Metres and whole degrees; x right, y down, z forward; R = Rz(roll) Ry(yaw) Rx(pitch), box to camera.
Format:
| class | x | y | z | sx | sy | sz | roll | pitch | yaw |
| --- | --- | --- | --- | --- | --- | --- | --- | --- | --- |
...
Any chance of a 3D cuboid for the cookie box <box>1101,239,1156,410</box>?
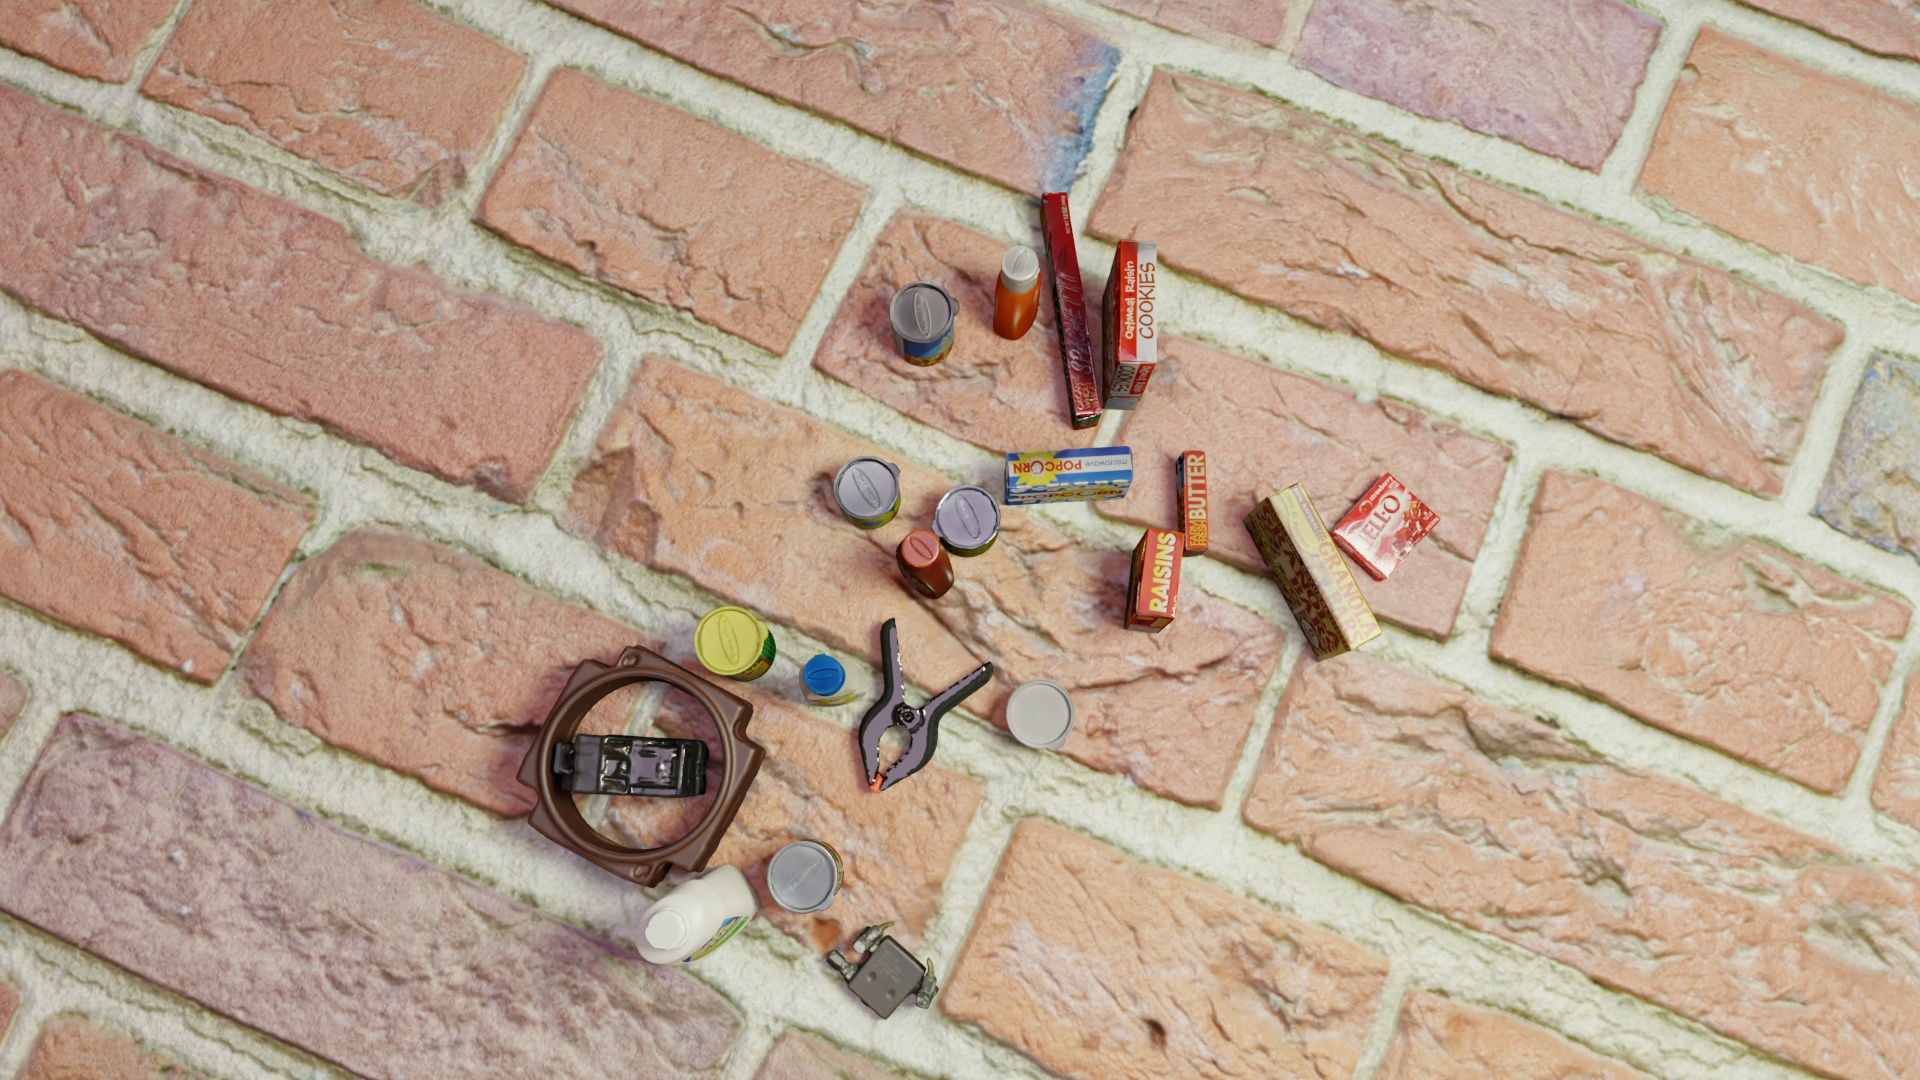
| class | x | y | z | sx | sy | sz | roll | pitch | yaw |
| --- | --- | --- | --- | --- | --- | --- | --- | --- | --- |
| cookie box | 0.167 | -0.212 | 1.393 | 0.040 | 0.167 | 0.123 | 1 | 80 | 0 |

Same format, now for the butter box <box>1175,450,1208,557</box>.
| class | x | y | z | sx | sy | sz | roll | pitch | yaw |
| --- | --- | --- | --- | --- | --- | --- | --- | --- | --- |
| butter box | 0.236 | -0.037 | 1.418 | 0.024 | 0.053 | 0.103 | 0 | 79 | 0 |

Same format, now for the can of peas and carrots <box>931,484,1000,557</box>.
| class | x | y | z | sx | sy | sz | roll | pitch | yaw |
| --- | --- | --- | --- | --- | --- | --- | --- | --- | --- |
| can of peas and carrots | 0.005 | -0.018 | 1.411 | 0.071 | 0.058 | 0.071 | 0 | 79 | 0 |

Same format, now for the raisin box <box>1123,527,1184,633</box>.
| class | x | y | z | sx | sy | sz | roll | pitch | yaw |
| --- | --- | --- | --- | --- | --- | --- | --- | --- | --- |
| raisin box | 0.189 | 0.041 | 1.367 | 0.040 | 0.123 | 0.086 | 9 | 80 | 2 |

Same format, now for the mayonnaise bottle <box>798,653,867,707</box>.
| class | x | y | z | sx | sy | sz | roll | pitch | yaw |
| --- | --- | --- | --- | --- | --- | --- | --- | --- | --- |
| mayonnaise bottle | -0.126 | 0.135 | 1.337 | 0.065 | 0.148 | 0.041 | -11 | 80 | -2 |

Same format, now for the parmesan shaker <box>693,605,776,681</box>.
| class | x | y | z | sx | sy | sz | roll | pitch | yaw |
| --- | --- | --- | --- | --- | --- | --- | --- | --- | --- |
| parmesan shaker | -0.217 | 0.103 | 1.366 | 0.071 | 0.103 | 0.071 | 0 | 80 | 0 |

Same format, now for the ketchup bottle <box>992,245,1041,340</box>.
| class | x | y | z | sx | sy | sz | roll | pitch | yaw |
| --- | --- | --- | --- | --- | --- | --- | --- | --- | --- |
| ketchup bottle | 0.059 | -0.255 | 1.411 | 0.043 | 0.148 | 0.065 | 23 | 81 | 4 |

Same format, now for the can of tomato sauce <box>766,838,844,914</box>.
| class | x | y | z | sx | sy | sz | roll | pitch | yaw |
| --- | --- | --- | --- | --- | --- | --- | --- | --- | --- |
| can of tomato sauce | -0.146 | 0.322 | 1.334 | 0.071 | 0.083 | 0.071 | 0 | 80 | 0 |

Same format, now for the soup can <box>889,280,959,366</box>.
| class | x | y | z | sx | sy | sz | roll | pitch | yaw |
| --- | --- | --- | --- | --- | --- | --- | --- | --- | --- |
| soup can | -0.036 | -0.223 | 1.438 | 0.071 | 0.083 | 0.071 | 0 | 80 | 0 |

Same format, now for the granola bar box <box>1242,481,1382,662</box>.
| class | x | y | z | sx | sy | sz | roll | pitch | yaw |
| --- | --- | --- | --- | --- | --- | --- | --- | --- | --- |
| granola bar box | 0.345 | 0.033 | 1.368 | 0.039 | 0.124 | 0.165 | -26 | 80 | -4 |

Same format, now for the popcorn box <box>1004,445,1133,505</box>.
| class | x | y | z | sx | sy | sz | roll | pitch | yaw |
| --- | --- | --- | --- | --- | --- | --- | --- | --- | --- |
| popcorn box | 0.108 | -0.065 | 1.407 | 0.127 | 0.085 | 0.038 | -3 | 80 | 0 |

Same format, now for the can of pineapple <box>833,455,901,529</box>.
| class | x | y | z | sx | sy | sz | roll | pitch | yaw |
| --- | --- | --- | --- | --- | --- | --- | --- | --- | --- |
| can of pineapple | -0.093 | -0.049 | 1.418 | 0.071 | 0.057 | 0.071 | 0 | 79 | 0 |

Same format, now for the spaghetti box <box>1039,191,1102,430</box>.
| class | x | y | z | sx | sy | sz | roll | pitch | yaw |
| --- | --- | --- | --- | --- | --- | --- | --- | --- | --- |
| spaghetti box | 0.115 | -0.241 | 1.458 | 0.029 | 0.050 | 0.250 | -8 | 79 | -1 |

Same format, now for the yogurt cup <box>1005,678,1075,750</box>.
| class | x | y | z | sx | sy | sz | roll | pitch | yaw |
| --- | --- | --- | --- | --- | --- | --- | --- | --- | --- |
| yogurt cup | 0.078 | 0.173 | 1.377 | 0.072 | 0.054 | 0.072 | 0 | 79 | 0 |

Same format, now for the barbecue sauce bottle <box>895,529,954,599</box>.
| class | x | y | z | sx | sy | sz | roll | pitch | yaw |
| --- | --- | --- | --- | --- | --- | --- | --- | --- | --- |
| barbecue sauce bottle | -0.036 | 0.019 | 1.359 | 0.065 | 0.148 | 0.044 | 44 | 83 | 7 |
